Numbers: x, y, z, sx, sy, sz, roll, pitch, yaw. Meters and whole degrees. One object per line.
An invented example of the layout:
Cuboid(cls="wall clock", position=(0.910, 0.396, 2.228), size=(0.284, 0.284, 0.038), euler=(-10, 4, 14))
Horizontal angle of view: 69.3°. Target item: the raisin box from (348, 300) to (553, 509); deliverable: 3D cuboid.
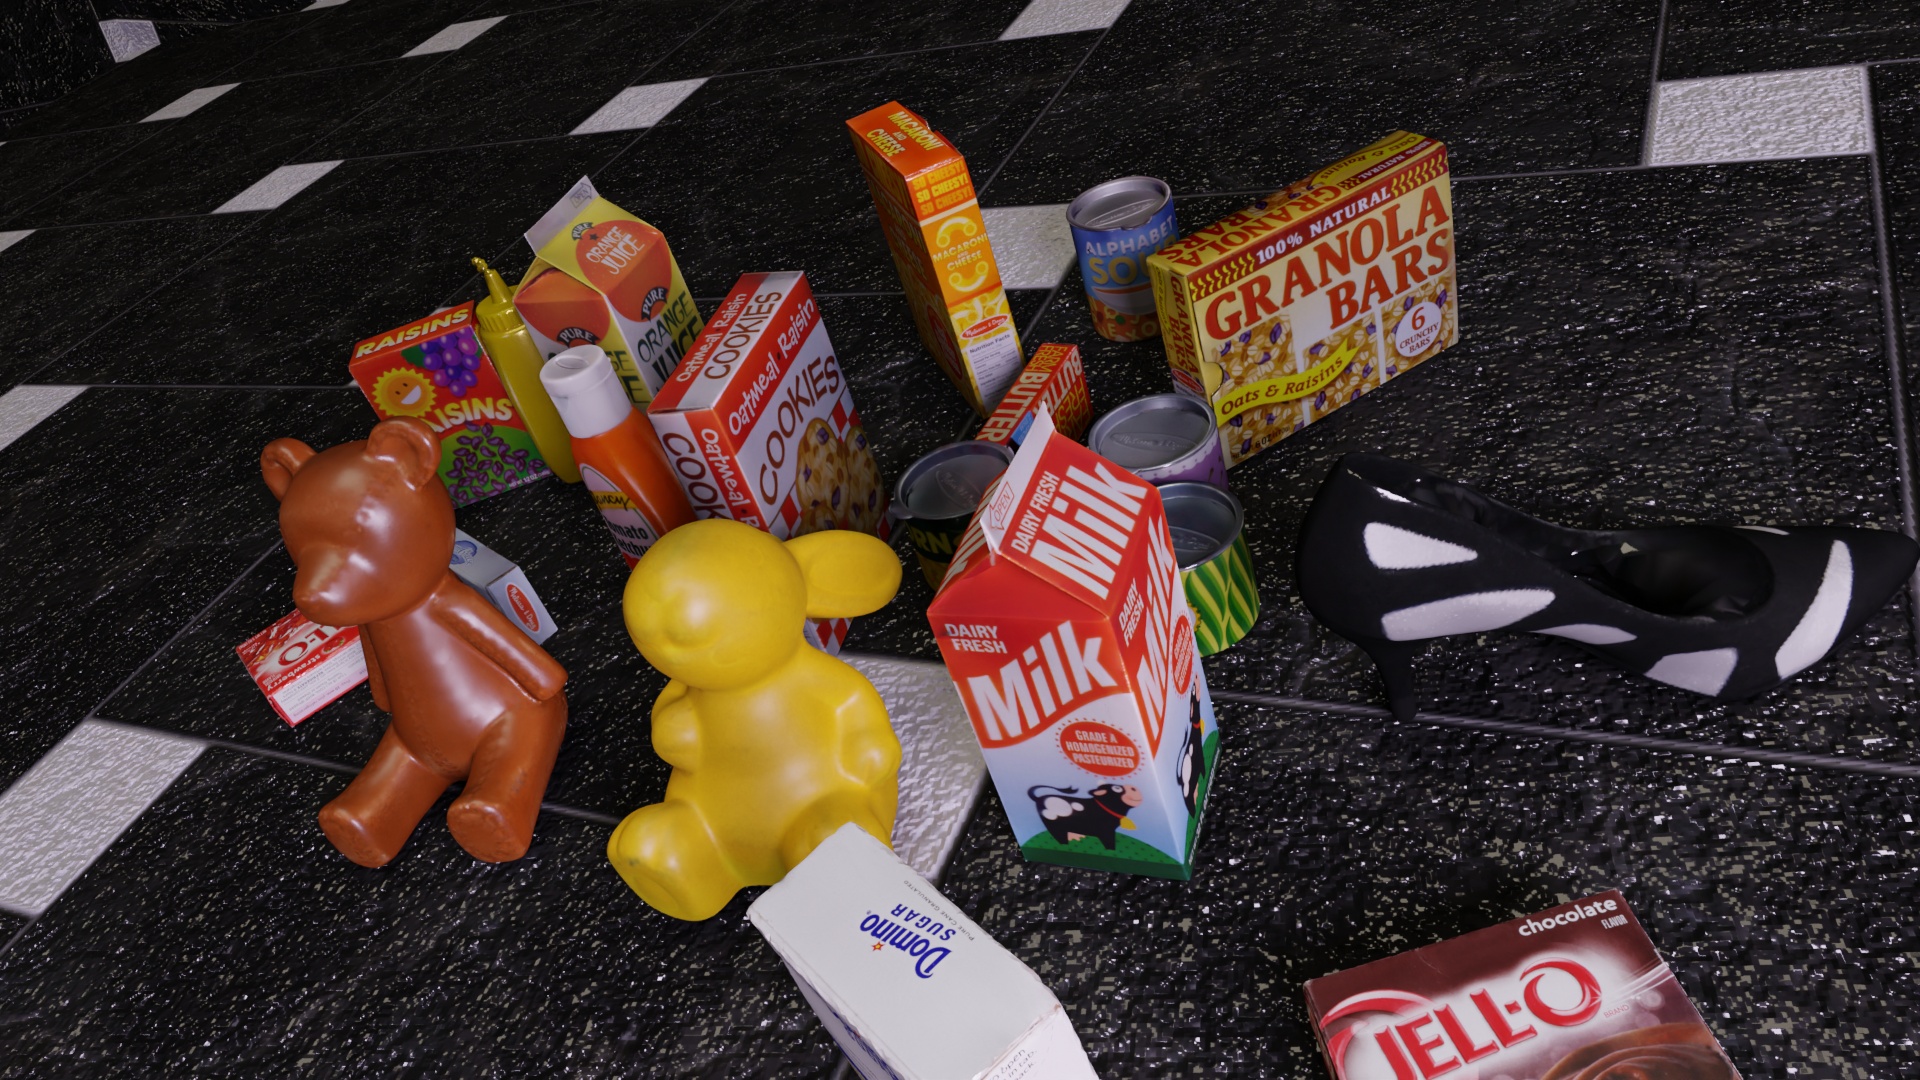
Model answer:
Cuboid(cls="raisin box", position=(-0.338, -0.088, 0.932), size=(0.086, 0.122, 0.040), euler=(-20, 36, 0))

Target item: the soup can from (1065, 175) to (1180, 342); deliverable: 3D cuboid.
Cuboid(cls="soup can", position=(0.108, -0.176, 0.879), size=(0.071, 0.083, 0.072), euler=(-12, 37, 10))

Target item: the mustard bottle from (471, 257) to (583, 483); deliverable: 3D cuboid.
Cuboid(cls="mustard bottle", position=(-0.275, -0.114, 0.907), size=(0.049, 0.159, 0.065), euler=(-21, 36, -2))

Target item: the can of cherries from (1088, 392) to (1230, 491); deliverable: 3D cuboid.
Cuboid(cls="can of cherries", position=(0.102, -0.033, 0.718), size=(0.071, 0.058, 0.072), euler=(-12, 37, 9))

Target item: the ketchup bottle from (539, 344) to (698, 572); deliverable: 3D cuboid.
Cuboid(cls="ketchup bottle", position=(-0.186, -0.039, 0.780), size=(0.065, 0.148, 0.044), euler=(14, 48, 37))

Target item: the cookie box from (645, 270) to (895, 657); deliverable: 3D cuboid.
Cuboid(cls="cookie box", position=(-0.091, -0.036, 0.718), size=(0.040, 0.166, 0.123), euler=(-3, 39, 21))

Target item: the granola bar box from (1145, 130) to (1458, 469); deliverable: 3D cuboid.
Cuboid(cls="granola bar box", position=(0.189, -0.129, 0.748), size=(0.166, 0.123, 0.039), euler=(-28, 37, -12))

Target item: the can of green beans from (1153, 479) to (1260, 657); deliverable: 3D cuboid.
Cuboid(cls="can of green beans", position=(0.105, 0.014, 0.658), size=(0.071, 0.057, 0.071), euler=(-12, 37, 9))

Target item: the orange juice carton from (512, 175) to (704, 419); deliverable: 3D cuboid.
Cuboid(cls="orange juice carton", position=(-0.208, -0.123, 0.860), size=(0.073, 0.191, 0.072), euler=(1, 41, 26))

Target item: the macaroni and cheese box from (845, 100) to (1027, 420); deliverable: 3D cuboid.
Cuboid(cls="macaroni and cheese box", position=(-0.012, -0.175, 0.862), size=(0.040, 0.165, 0.124), euler=(-25, 37, -7))

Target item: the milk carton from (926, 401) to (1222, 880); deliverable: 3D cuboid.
Cuboid(cls="milk carton", position=(0.045, 0.043, 0.536), size=(0.073, 0.189, 0.073), euler=(1, 41, 25))

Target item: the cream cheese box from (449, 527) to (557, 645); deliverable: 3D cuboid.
Cuboid(cls="cream cheese box", position=(-0.283, 0.025, 0.820), size=(0.104, 0.053, 0.024), euler=(22, 53, 42))

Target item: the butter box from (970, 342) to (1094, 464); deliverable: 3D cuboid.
Cuboid(cls="butter box", position=(0.043, -0.063, 0.789), size=(0.024, 0.053, 0.104), euler=(5, 43, 30))

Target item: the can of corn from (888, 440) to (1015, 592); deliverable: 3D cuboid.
Cuboid(cls="can of corn", position=(0.003, -0.009, 0.733), size=(0.071, 0.058, 0.071), euler=(-12, 37, 9))
